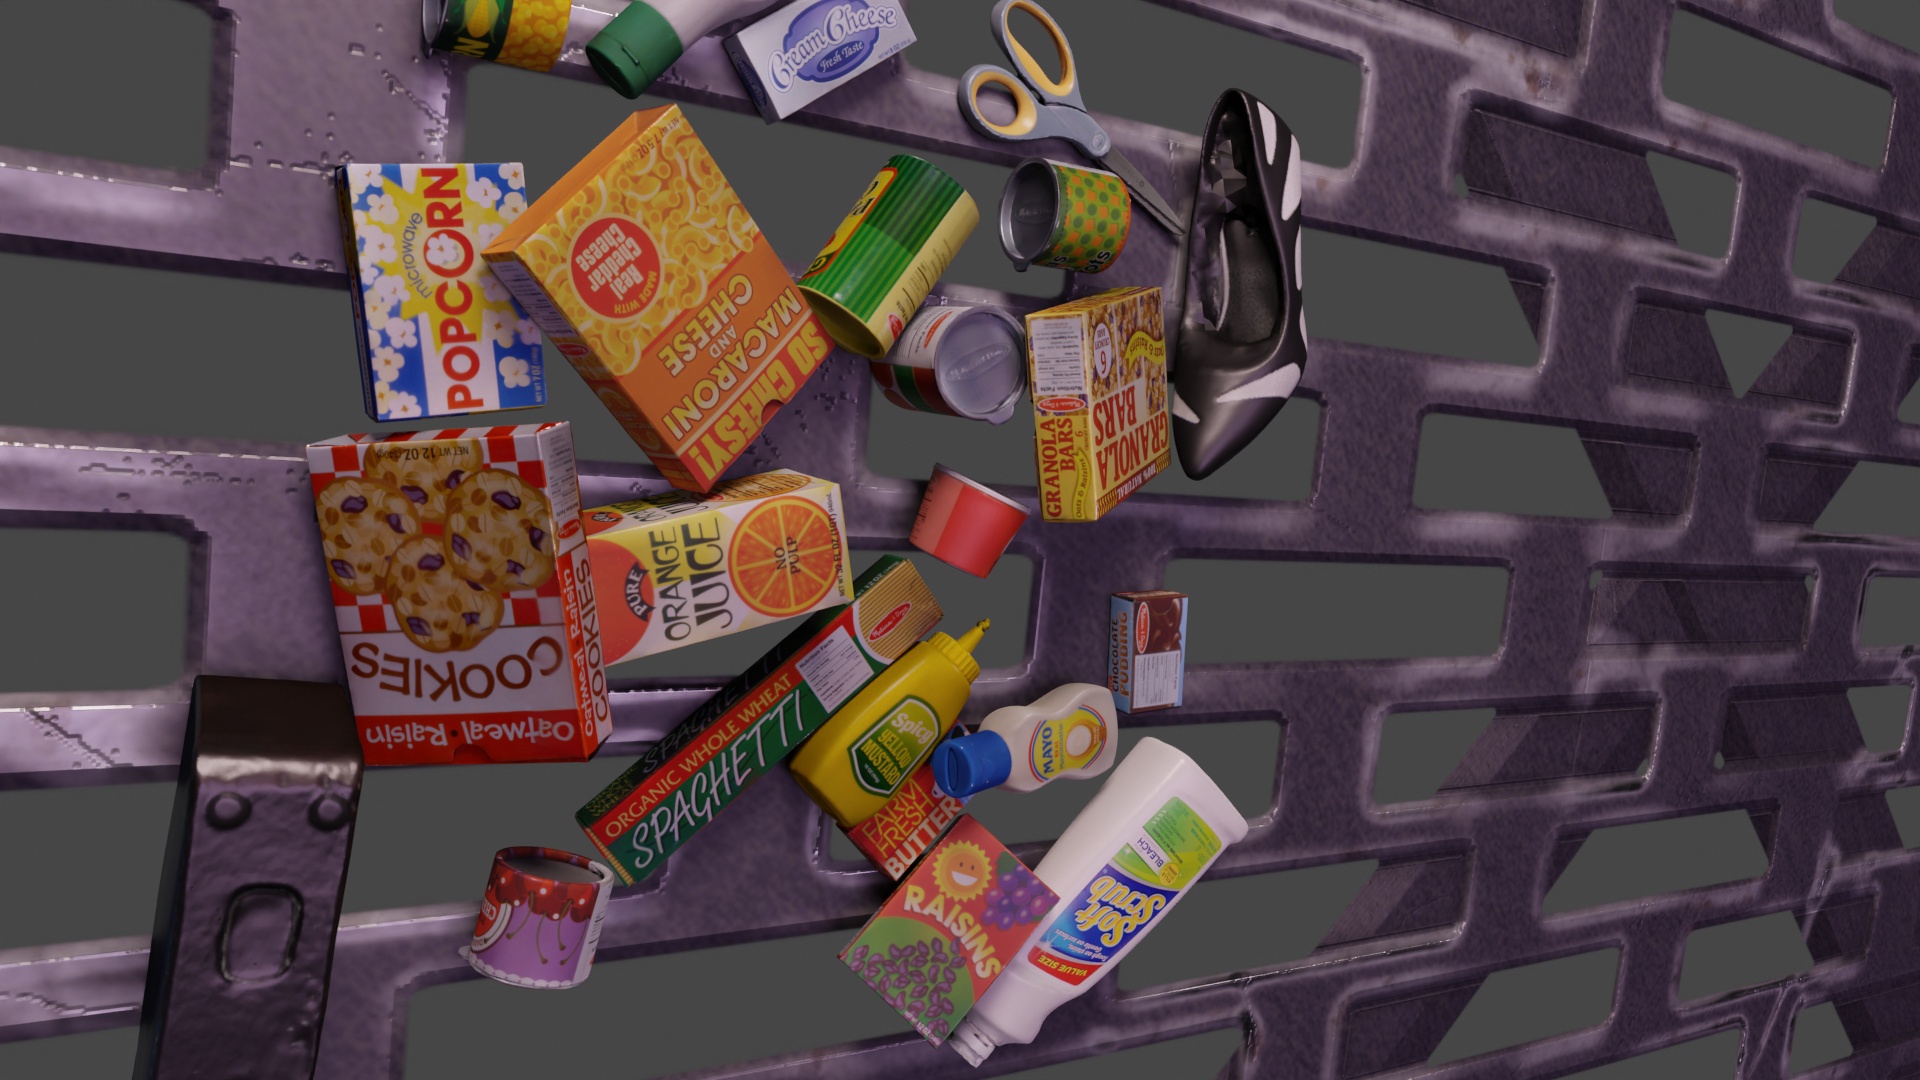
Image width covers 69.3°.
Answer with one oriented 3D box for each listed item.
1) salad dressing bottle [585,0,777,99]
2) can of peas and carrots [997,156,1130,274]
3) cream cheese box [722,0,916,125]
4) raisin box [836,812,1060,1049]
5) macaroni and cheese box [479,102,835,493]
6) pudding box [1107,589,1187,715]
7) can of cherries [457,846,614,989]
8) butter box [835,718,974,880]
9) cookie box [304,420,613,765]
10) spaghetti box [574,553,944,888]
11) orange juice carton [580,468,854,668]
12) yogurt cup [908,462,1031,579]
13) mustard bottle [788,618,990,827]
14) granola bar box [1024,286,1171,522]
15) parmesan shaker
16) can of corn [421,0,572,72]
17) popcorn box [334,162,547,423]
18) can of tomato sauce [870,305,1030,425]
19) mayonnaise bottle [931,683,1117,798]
[{"bbox_3d":[-0.138,-0.300,0.750,0.148,0.044,0.064,-49,114,-14],"label":"salad dressing bottle"},{"bbox_3d":[0.065,-0.202,0.876,0.059,0.071,0.071,1,97,-32],"label":"can of peas and carrots"},{"bbox_3d":[-0.080,-0.287,0.798,0.104,0.024,0.053,-38,114,-21],"label":"cream cheese box"},{"bbox_3d":[-0.007,0.251,0.899,0.086,0.040,0.124,41,74,6],"label":"raisin box"},{"bbox_3d":[-0.154,-0.126,0.744,0.124,0.040,0.166,-53,129,-25],"label":"macaroni and cheese box"},{"bbox_3d":[0.133,0.078,0.984,0.050,0.030,0.083,-3,100,-30],"label":"pudding box"},{"bbox_3d":[-0.232,0.205,0.760,0.071,0.071,0.058,15,90,-32],"label":"can of cherries"},{"bbox_3d":[-0.027,0.166,0.903,0.104,0.024,0.053,-45,118,-18],"label":"butter box"},{"bbox_3d":[-0.249,0.029,0.697,0.123,0.040,0.167,-3,102,9],"label":"cookie box"},{"bbox_3d":[-0.117,0.103,0.836,0.251,0.028,0.050,-40,116,-20],"label":"spaghetti box"},{"bbox_3d":[-0.163,0.016,0.767,0.193,0.073,0.071,-14,106,-28],"label":"orange juice carton"},{"bbox_3d":[0.003,-0.011,0.872,0.072,0.072,0.054,25,93,-32],"label":"yogurt cup"},{"bbox_3d":[-0.035,0.104,0.874,0.161,0.049,0.065,-46,122,-17],"label":"mustard bottle"},{"bbox_3d":[0.090,-0.090,0.875,0.166,0.039,0.124,-32,119,-62],"label":"granola bar box"},{"bbox_3d":[-0.044,-0.166,0.818,0.071,0.071,0.103,41,76,-30],"label":"parmesan shaker"},{"bbox_3d":[-0.229,-0.268,0.686,0.058,0.071,0.071,3,96,-32],"label":"can of corn"},{"bbox_3d":[-0.262,-0.127,0.704,0.085,0.038,0.126,-9,102,-30],"label":"popcorn box"},{"bbox_3d":[-0.006,-0.107,0.837,0.071,0.083,0.071,-6,101,-31],"label":"can of tomato sauce"},{"bbox_3d":[0.045,0.135,0.911,0.148,0.041,0.064,-8,98,-47],"label":"mayonnaise bottle"}]
